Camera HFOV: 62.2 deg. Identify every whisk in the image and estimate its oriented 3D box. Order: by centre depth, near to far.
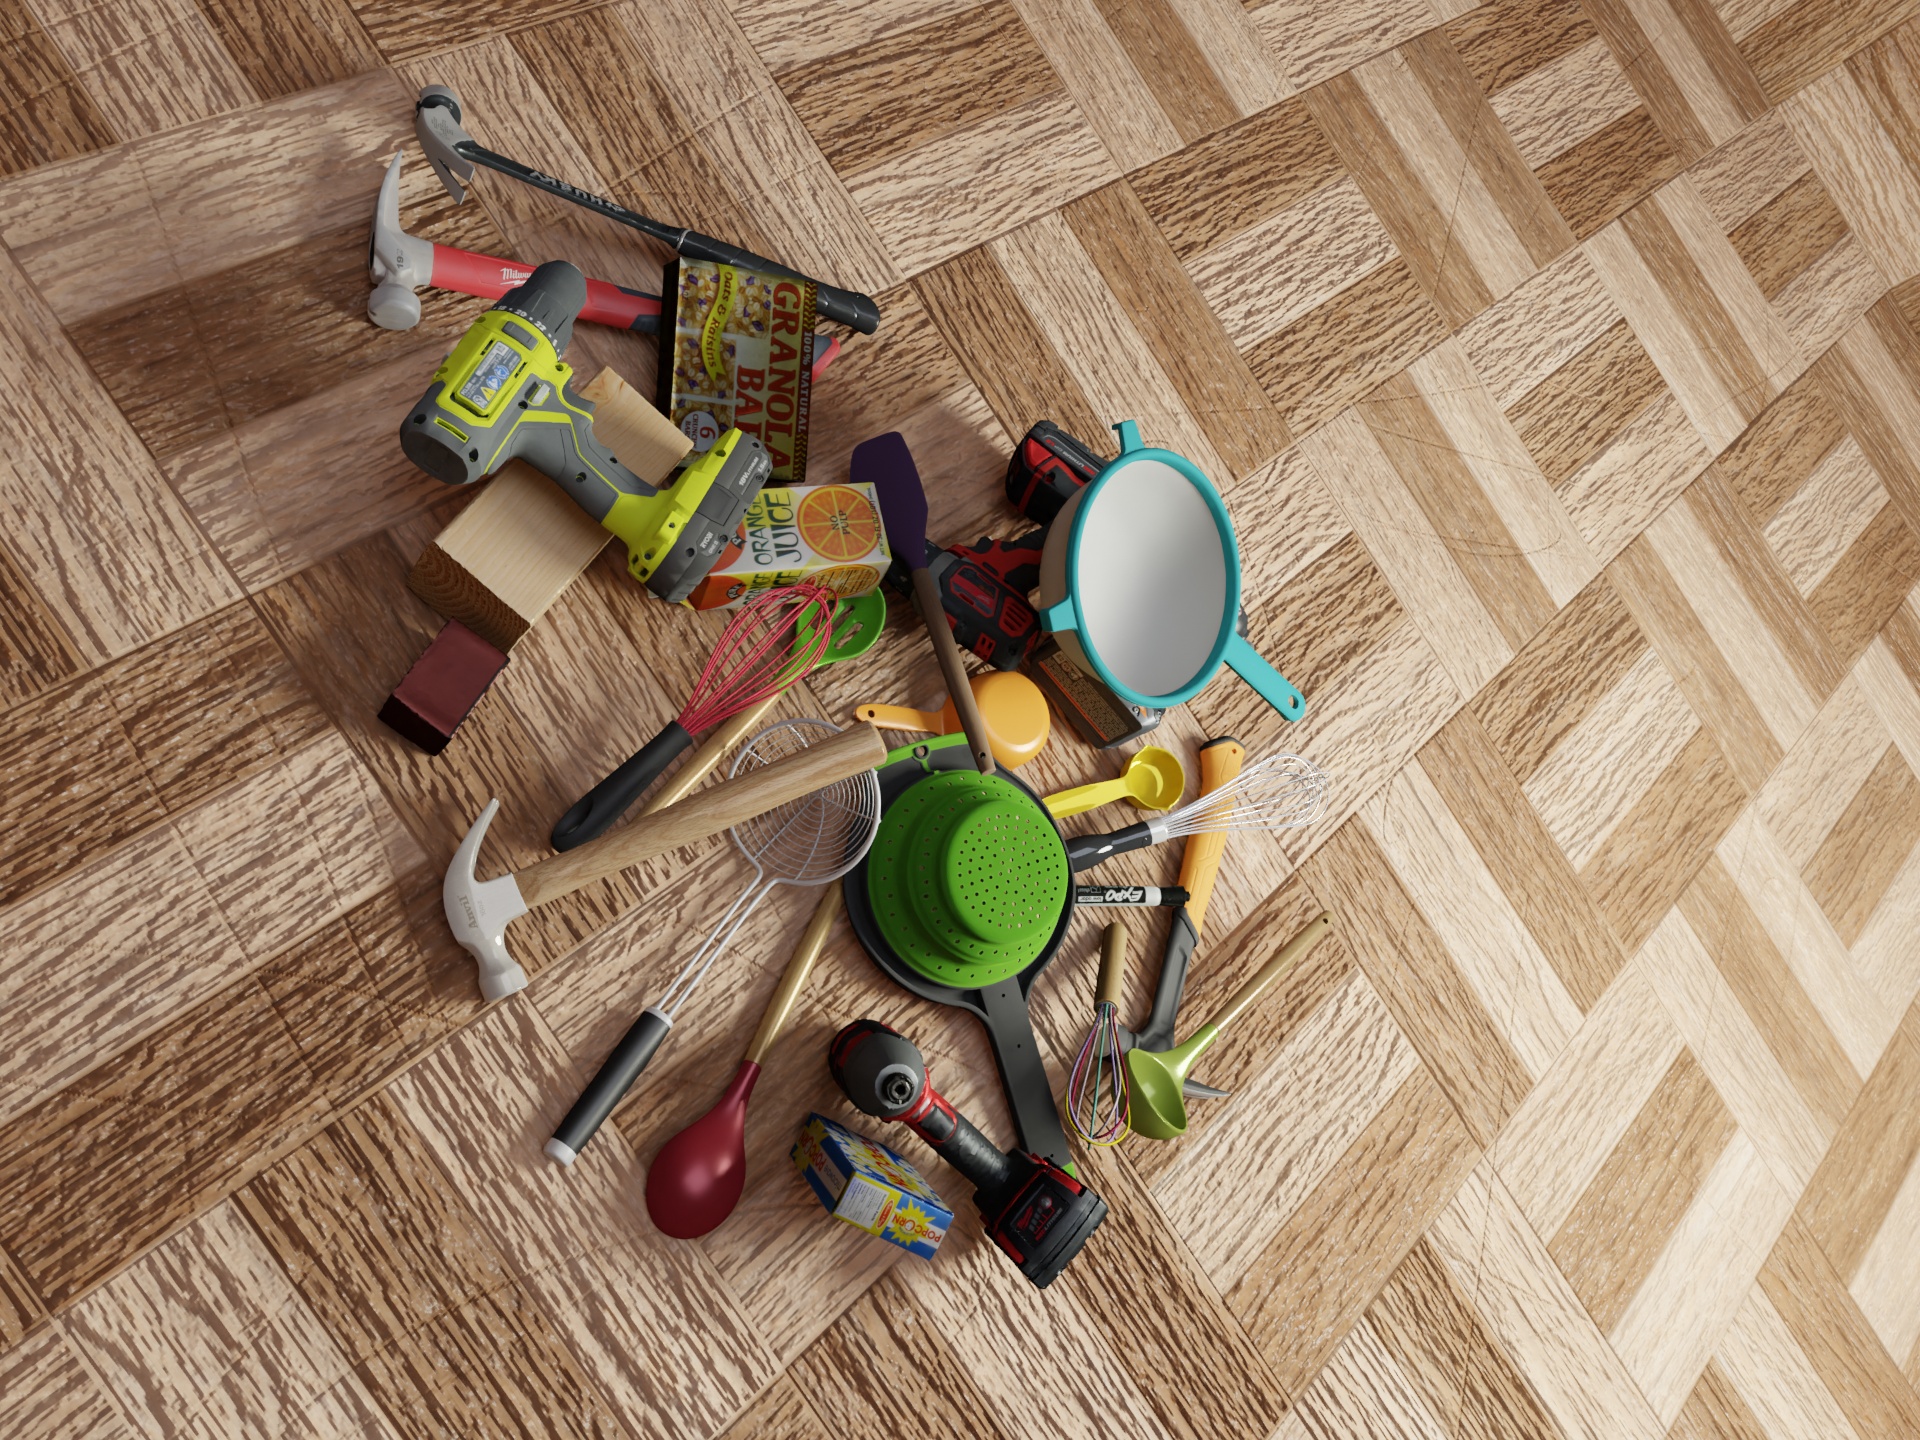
[{"bbox_3d":[-0.198,-0.004,1.209,0.073,0.073,0.296,47,68,-9],"label":"whisk"},{"bbox_3d":[0.119,0.251,1.286,0.245,0.047,0.051,-74,157,-55],"label":"whisk"},{"bbox_3d":[0.200,0.088,1.399,0.284,0.070,0.070,-15,82,-16],"label":"whisk"}]

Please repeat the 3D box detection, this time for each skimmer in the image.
[{"bbox_3d":[-0.187,0.156,1.157,0.127,0.090,0.363,28,59,12],"label":"skimmer"}]

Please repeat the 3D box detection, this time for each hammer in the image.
[{"bbox_3d":[-0.209,0.075,1.146,0.331,0.031,0.130,-23,87,-15],"label":"hammer"},{"bbox_3d":[-0.280,-0.353,1.305,0.386,0.038,0.143,6,69,-29],"label":"hammer"},{"bbox_3d":[-0.245,-0.404,1.318,0.408,0.036,0.149,15,33,-31],"label":"hammer"},{"bbox_3d":[0.213,0.166,1.426,0.127,0.034,0.337,28,61,-19],"label":"hammer"}]

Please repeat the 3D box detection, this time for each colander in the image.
[{"bbox_3d":[0.041,0.200,1.255,0.204,0.094,0.397,-16,88,-27],"label":"colander"}]

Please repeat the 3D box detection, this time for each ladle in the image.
[{"bbox_3d":[-0.144,0.237,1.195,0.069,0.031,0.316,34,58,-15],"label":"ladle"},{"bbox_3d":[0.237,0.246,1.359,0.320,0.062,0.078,-34,85,-36],"label":"ladle"}]

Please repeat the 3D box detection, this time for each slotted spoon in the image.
[{"bbox_3d":[-0.166,-0.009,1.263,0.070,0.031,0.314,41,59,-1],"label":"slotted spoon"}]

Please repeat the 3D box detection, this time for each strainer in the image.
[{"bbox_3d":[0.174,-0.087,1.360,0.340,0.095,0.211,36,67,-38],"label":"strainer"}]

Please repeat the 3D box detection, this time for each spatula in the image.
[{"bbox_3d":[-0.028,-0.099,1.302,0.060,0.018,0.316,-21,70,4],"label":"spatula"}]

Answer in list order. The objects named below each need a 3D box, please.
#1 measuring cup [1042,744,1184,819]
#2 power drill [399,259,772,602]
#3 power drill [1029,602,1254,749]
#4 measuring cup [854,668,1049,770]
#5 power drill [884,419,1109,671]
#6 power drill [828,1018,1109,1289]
[{"bbox_3d":[0.127,0.065,1.420,0.156,0.029,0.062,-14,83,-22],"label":"measuring cup"},{"bbox_3d":[-0.256,-0.209,1.139,0.228,0.080,0.191,34,60,-15],"label":"power drill"},{"bbox_3d":[0.179,-0.075,1.461,0.164,0.084,0.226,49,53,-9],"label":"power drill"},{"bbox_3d":[-0.002,-0.004,1.343,0.173,0.052,0.095,6,71,-31],"label":"measuring cup"},{"bbox_3d":[0.028,-0.165,1.392,0.188,0.080,0.227,37,58,7],"label":"power drill"},{"bbox_3d":[-0.002,0.311,1.176,0.219,0.143,0.078,44,79,-9],"label":"power drill"}]
